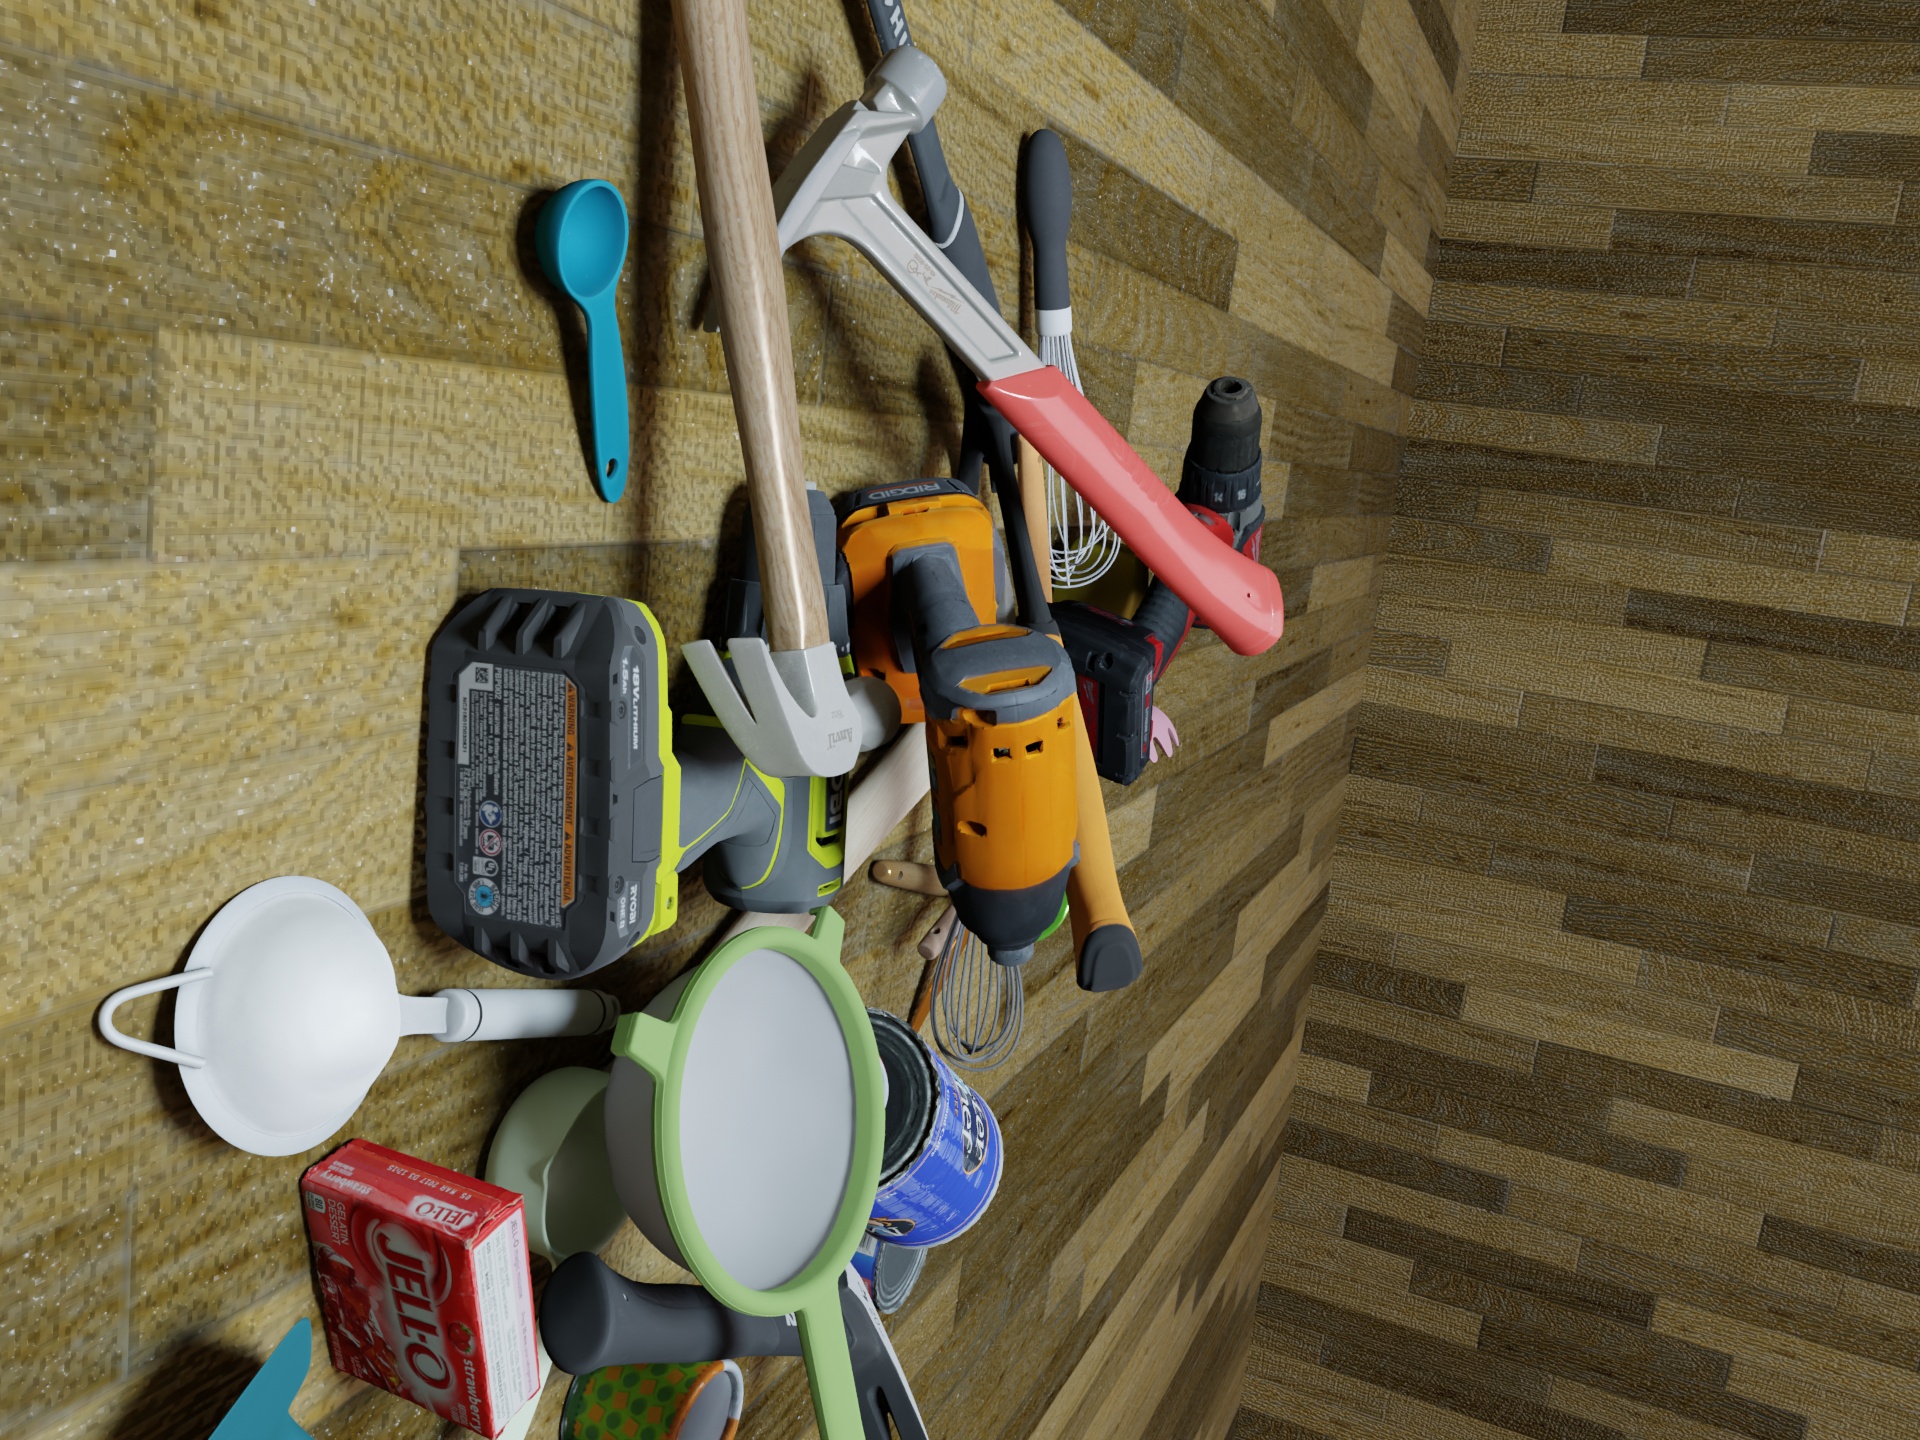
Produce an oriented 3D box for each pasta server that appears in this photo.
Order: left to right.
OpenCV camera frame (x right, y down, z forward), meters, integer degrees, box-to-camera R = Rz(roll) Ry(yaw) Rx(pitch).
[{"bbox_3d":[0.061,0.067,1.070,0.316,0.060,0.040,-44,133,-44],"label":"pasta server"}]

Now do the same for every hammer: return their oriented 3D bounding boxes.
[{"bbox_3d":[-0.097,0.280,0.724,0.035,0.146,0.334,-32,155,2],"label":"hammer"},{"bbox_3d":[-0.078,-0.140,0.597,0.130,0.031,0.331,-27,110,-70],"label":"hammer"},{"bbox_3d":[-0.062,0.055,0.838,0.411,0.038,0.146,-50,144,-50],"label":"hammer"},{"bbox_3d":[-0.012,-0.274,0.802,0.408,0.036,0.149,67,38,-55],"label":"hammer"},{"bbox_3d":[0.042,-0.024,0.818,0.127,0.034,0.337,97,-16,-64],"label":"hammer"},{"bbox_3d":[0.044,-0.132,0.758,0.358,0.037,0.149,40,76,-36],"label":"hammer"}]

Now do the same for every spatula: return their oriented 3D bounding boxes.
[{"bbox_3d":[-0.207,0.295,0.586,0.082,0.044,0.317,-58,152,-28],"label":"spatula"},{"bbox_3d":[0.044,-0.045,1.030,0.081,0.041,0.322,-56,150,-42],"label":"spatula"}]

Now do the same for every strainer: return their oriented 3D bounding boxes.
[{"bbox_3d":[-0.182,0.103,0.561,0.258,0.050,0.087,30,58,-71],"label":"strainer"},{"bbox_3d":[-0.086,0.212,0.651,0.151,0.069,0.256,-24,105,-62],"label":"strainer"}]

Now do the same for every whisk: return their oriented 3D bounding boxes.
[{"bbox_3d":[0.016,0.086,0.927,0.055,0.055,0.239,-4,99,-68],"label":"whisk"},{"bbox_3d":[0.058,-0.215,0.984,0.070,0.070,0.284,-45,136,-54],"label":"whisk"}]

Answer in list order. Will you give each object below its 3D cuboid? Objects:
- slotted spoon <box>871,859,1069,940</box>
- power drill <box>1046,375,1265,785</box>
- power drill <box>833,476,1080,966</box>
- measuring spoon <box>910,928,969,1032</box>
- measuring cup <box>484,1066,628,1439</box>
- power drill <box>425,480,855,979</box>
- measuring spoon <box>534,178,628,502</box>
[{"bbox_3d":[0.012,0.110,1.062,0.313,0.031,0.070,22,82,-66],"label":"slotted spoon"},{"bbox_3d":[0.128,-0.091,1.004,0.227,0.080,0.187,-50,152,-34],"label":"power drill"},{"bbox_3d":[-0.001,-0.002,0.745,0.227,0.084,0.164,-114,-163,-55],"label":"power drill"},{"bbox_3d":[-0.010,0.168,1.027,0.117,0.011,0.021,-62,155,-9],"label":"measuring spoon"},{"bbox_3d":[-0.174,0.221,0.642,0.083,0.038,0.168,39,66,-66],"label":"measuring cup"},{"bbox_3d":[-0.109,-0.003,0.641,0.228,0.080,0.190,-17,112,-68],"label":"power drill"},{"bbox_3d":[-0.139,-0.137,0.586,0.042,0.021,0.128,-54,157,-45],"label":"measuring spoon"}]
